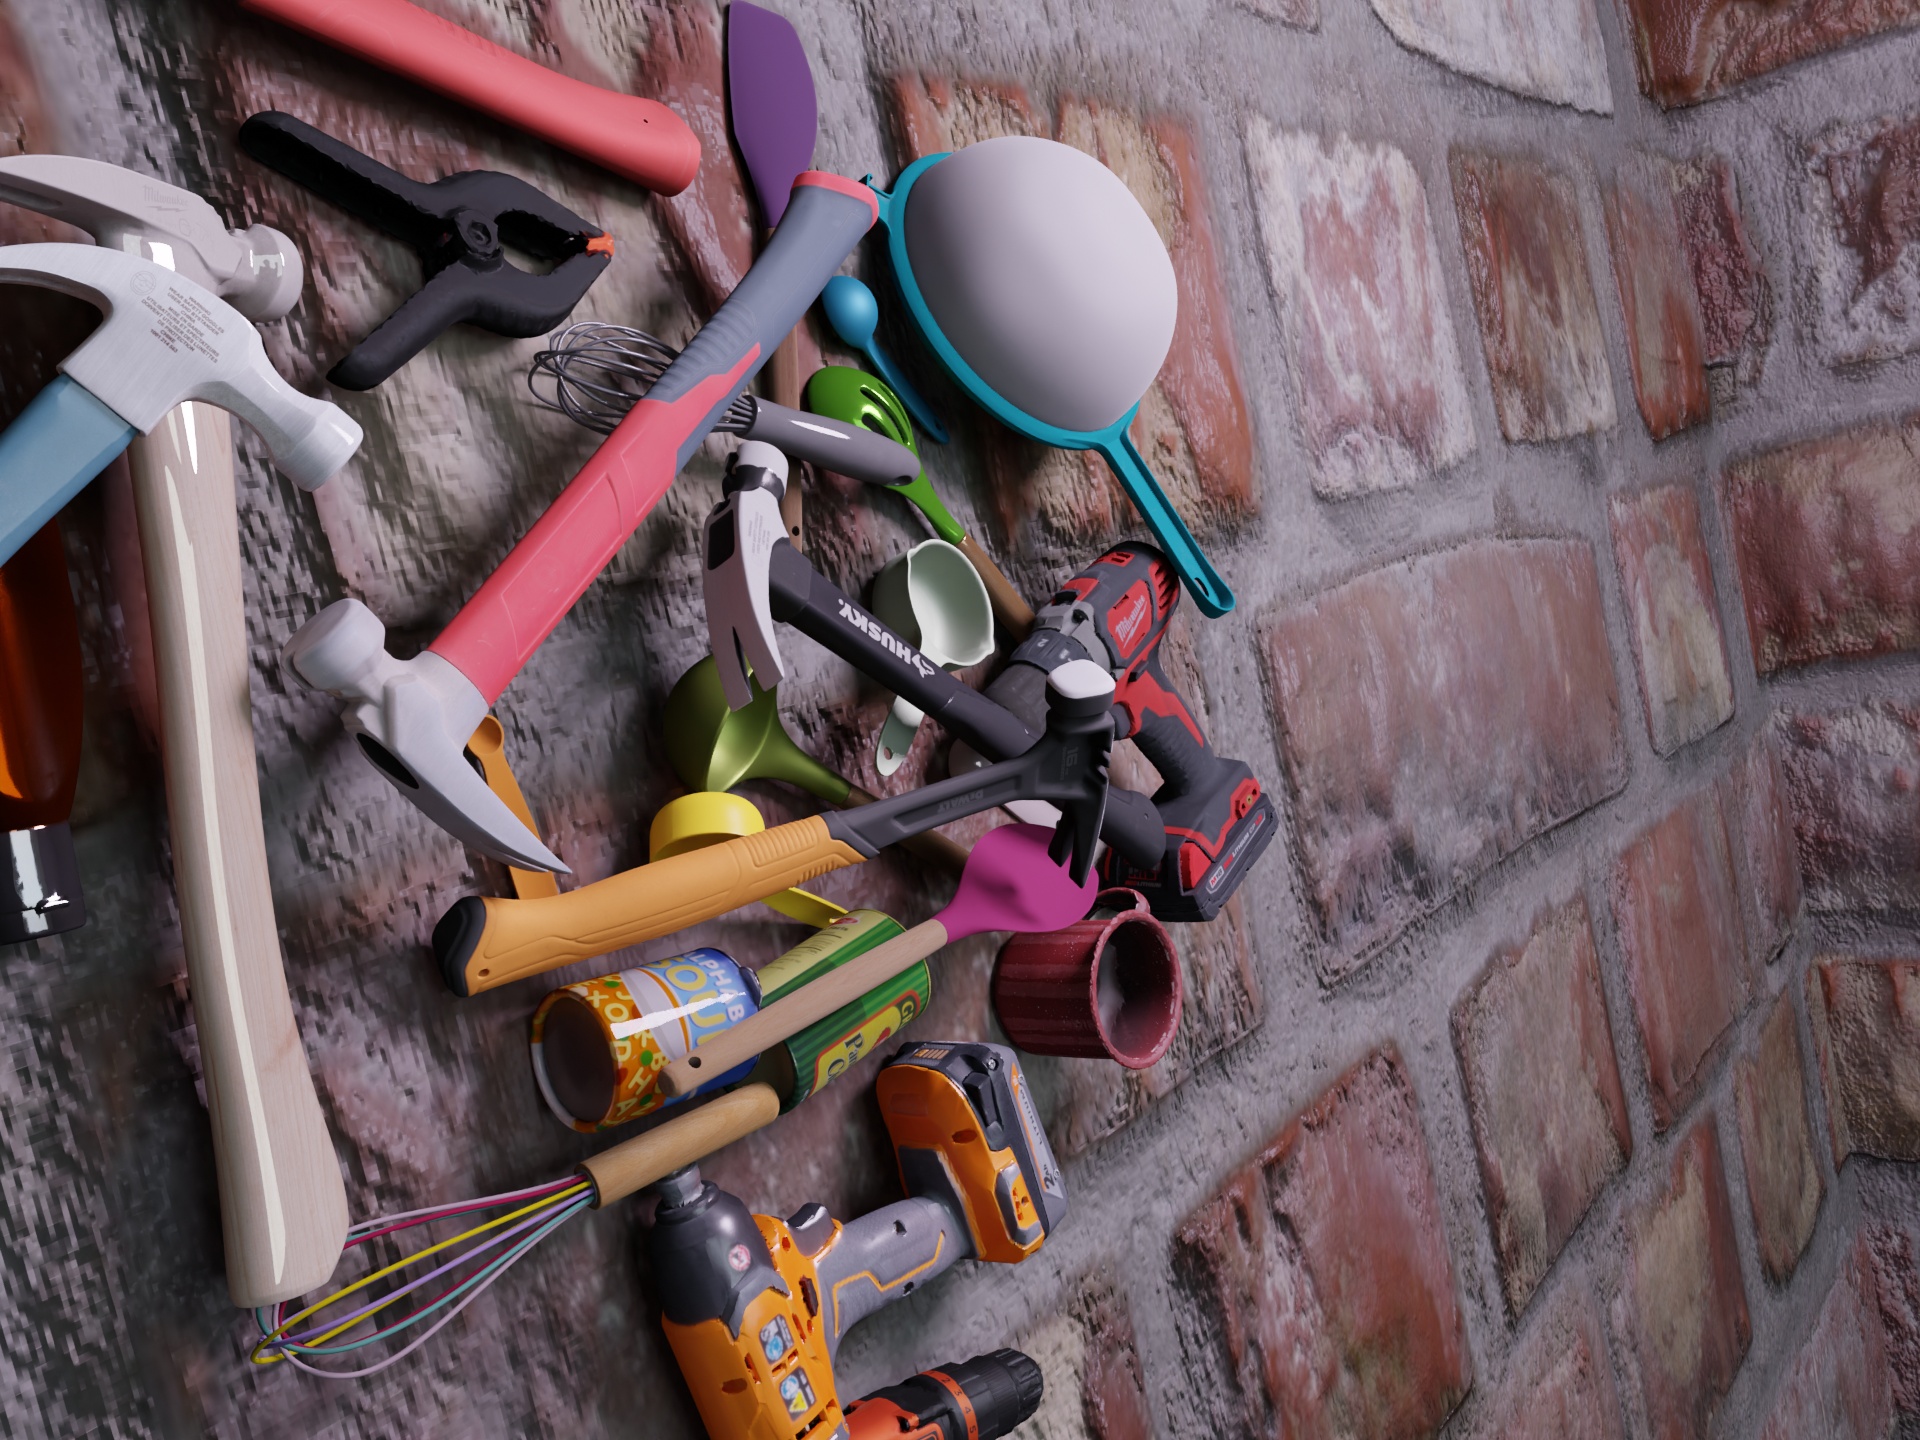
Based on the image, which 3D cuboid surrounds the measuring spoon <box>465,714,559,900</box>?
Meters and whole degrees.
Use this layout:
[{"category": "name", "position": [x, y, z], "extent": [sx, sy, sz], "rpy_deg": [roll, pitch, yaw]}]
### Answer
[{"category": "measuring spoon", "position": [-0.202, 0.053, 0.718], "extent": [0.021, 0.011, 0.117], "rpy_deg": [-29, 109, -48]}]

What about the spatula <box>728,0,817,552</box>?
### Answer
[{"category": "spatula", "position": [-0.099, -0.244, 0.877], "extent": [0.059, 0.018, 0.316], "rpy_deg": [4, 80, -41]}]

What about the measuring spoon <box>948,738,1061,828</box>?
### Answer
[{"category": "measuring spoon", "position": [0.037, 0.046, 0.984], "extent": [0.124, 0.018, 0.034], "rpy_deg": [36, 58, -41]}]

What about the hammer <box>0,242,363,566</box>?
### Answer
[{"category": "hammer", "position": [-0.339, -0.012, 0.477], "extent": [0.128, 0.033, 0.331], "rpy_deg": [45, 70, -28]}]

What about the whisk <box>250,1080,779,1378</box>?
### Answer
[{"category": "whisk", "position": [-0.179, 0.207, 0.674], "extent": [0.245, 0.051, 0.047], "rpy_deg": [-18, 125, -42]}]

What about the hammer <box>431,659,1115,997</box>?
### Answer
[{"category": "hammer", "position": [-0.075, 0.067, 0.749], "extent": [0.337, 0.034, 0.127], "rpy_deg": [-16, 128, -26]}]

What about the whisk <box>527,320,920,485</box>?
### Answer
[{"category": "whisk", "position": [-0.111, -0.152, 0.812], "extent": [0.238, 0.055, 0.055], "rpy_deg": [10, 77, -44]}]

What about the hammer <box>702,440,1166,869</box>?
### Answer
[{"category": "hammer", "position": [-0.001, -0.003, 0.839], "extent": [0.334, 0.035, 0.146], "rpy_deg": [35, 38, -34]}]

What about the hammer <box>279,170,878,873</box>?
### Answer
[{"category": "hammer", "position": [-0.130, -0.114, 0.724], "extent": [0.143, 0.038, 0.386], "rpy_deg": [54, 51, -32]}]

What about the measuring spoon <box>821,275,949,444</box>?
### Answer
[{"category": "measuring spoon", "position": [-0.036, -0.212, 0.935], "extent": [0.128, 0.021, 0.042], "rpy_deg": [47, 34, -36]}]

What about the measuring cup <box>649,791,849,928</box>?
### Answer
[{"category": "measuring cup", "position": [-0.099, 0.075, 0.810], "extent": [0.156, 0.062, 0.029], "rpy_deg": [38, 35, -53]}]

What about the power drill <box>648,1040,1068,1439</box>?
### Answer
[{"category": "power drill", "position": [-0.055, 0.250, 0.801], "extent": [0.226, 0.084, 0.164], "rpy_deg": [-30, 105, -44]}]

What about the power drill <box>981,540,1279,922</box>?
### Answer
[{"category": "power drill", "position": [0.101, 0.023, 1.003], "extent": [0.188, 0.080, 0.226], "rpy_deg": [-46, 120, -36]}]

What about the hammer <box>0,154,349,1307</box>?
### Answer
[{"category": "hammer", "position": [-0.280, 0.009, 0.578], "extent": [0.146, 0.038, 0.410], "rpy_deg": [-8, 91, -72]}]

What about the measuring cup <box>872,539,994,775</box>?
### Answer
[{"category": "measuring cup", "position": [-0.030, -0.030, 0.890], "extent": [0.083, 0.038, 0.168], "rpy_deg": [47, 44, -29]}]

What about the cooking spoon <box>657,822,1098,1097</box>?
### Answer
[{"category": "cooking spoon", "position": [-0.028, 0.115, 0.791], "extent": [0.069, 0.017, 0.319], "rpy_deg": [49, 38, 15]}]

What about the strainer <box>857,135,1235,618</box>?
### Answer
[{"category": "strainer", "position": [0.096, -0.224, 0.969], "extent": [0.211, 0.095, 0.340], "rpy_deg": [-32, 89, -47]}]

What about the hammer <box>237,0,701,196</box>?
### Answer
[{"category": "hammer", "position": [-0.256, -0.291, 0.675], "extent": [0.358, 0.036, 0.149], "rpy_deg": [9, 63, -50]}]

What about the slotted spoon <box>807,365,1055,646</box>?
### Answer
[{"category": "slotted spoon", "position": [0.011, -0.095, 0.973], "extent": [0.313, 0.031, 0.070], "rpy_deg": [50, 40, -34]}]

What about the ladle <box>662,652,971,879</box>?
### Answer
[{"category": "ladle", "position": [-0.040, 0.052, 0.868], "extent": [0.319, 0.062, 0.078], "rpy_deg": [35, 75, -43]}]
